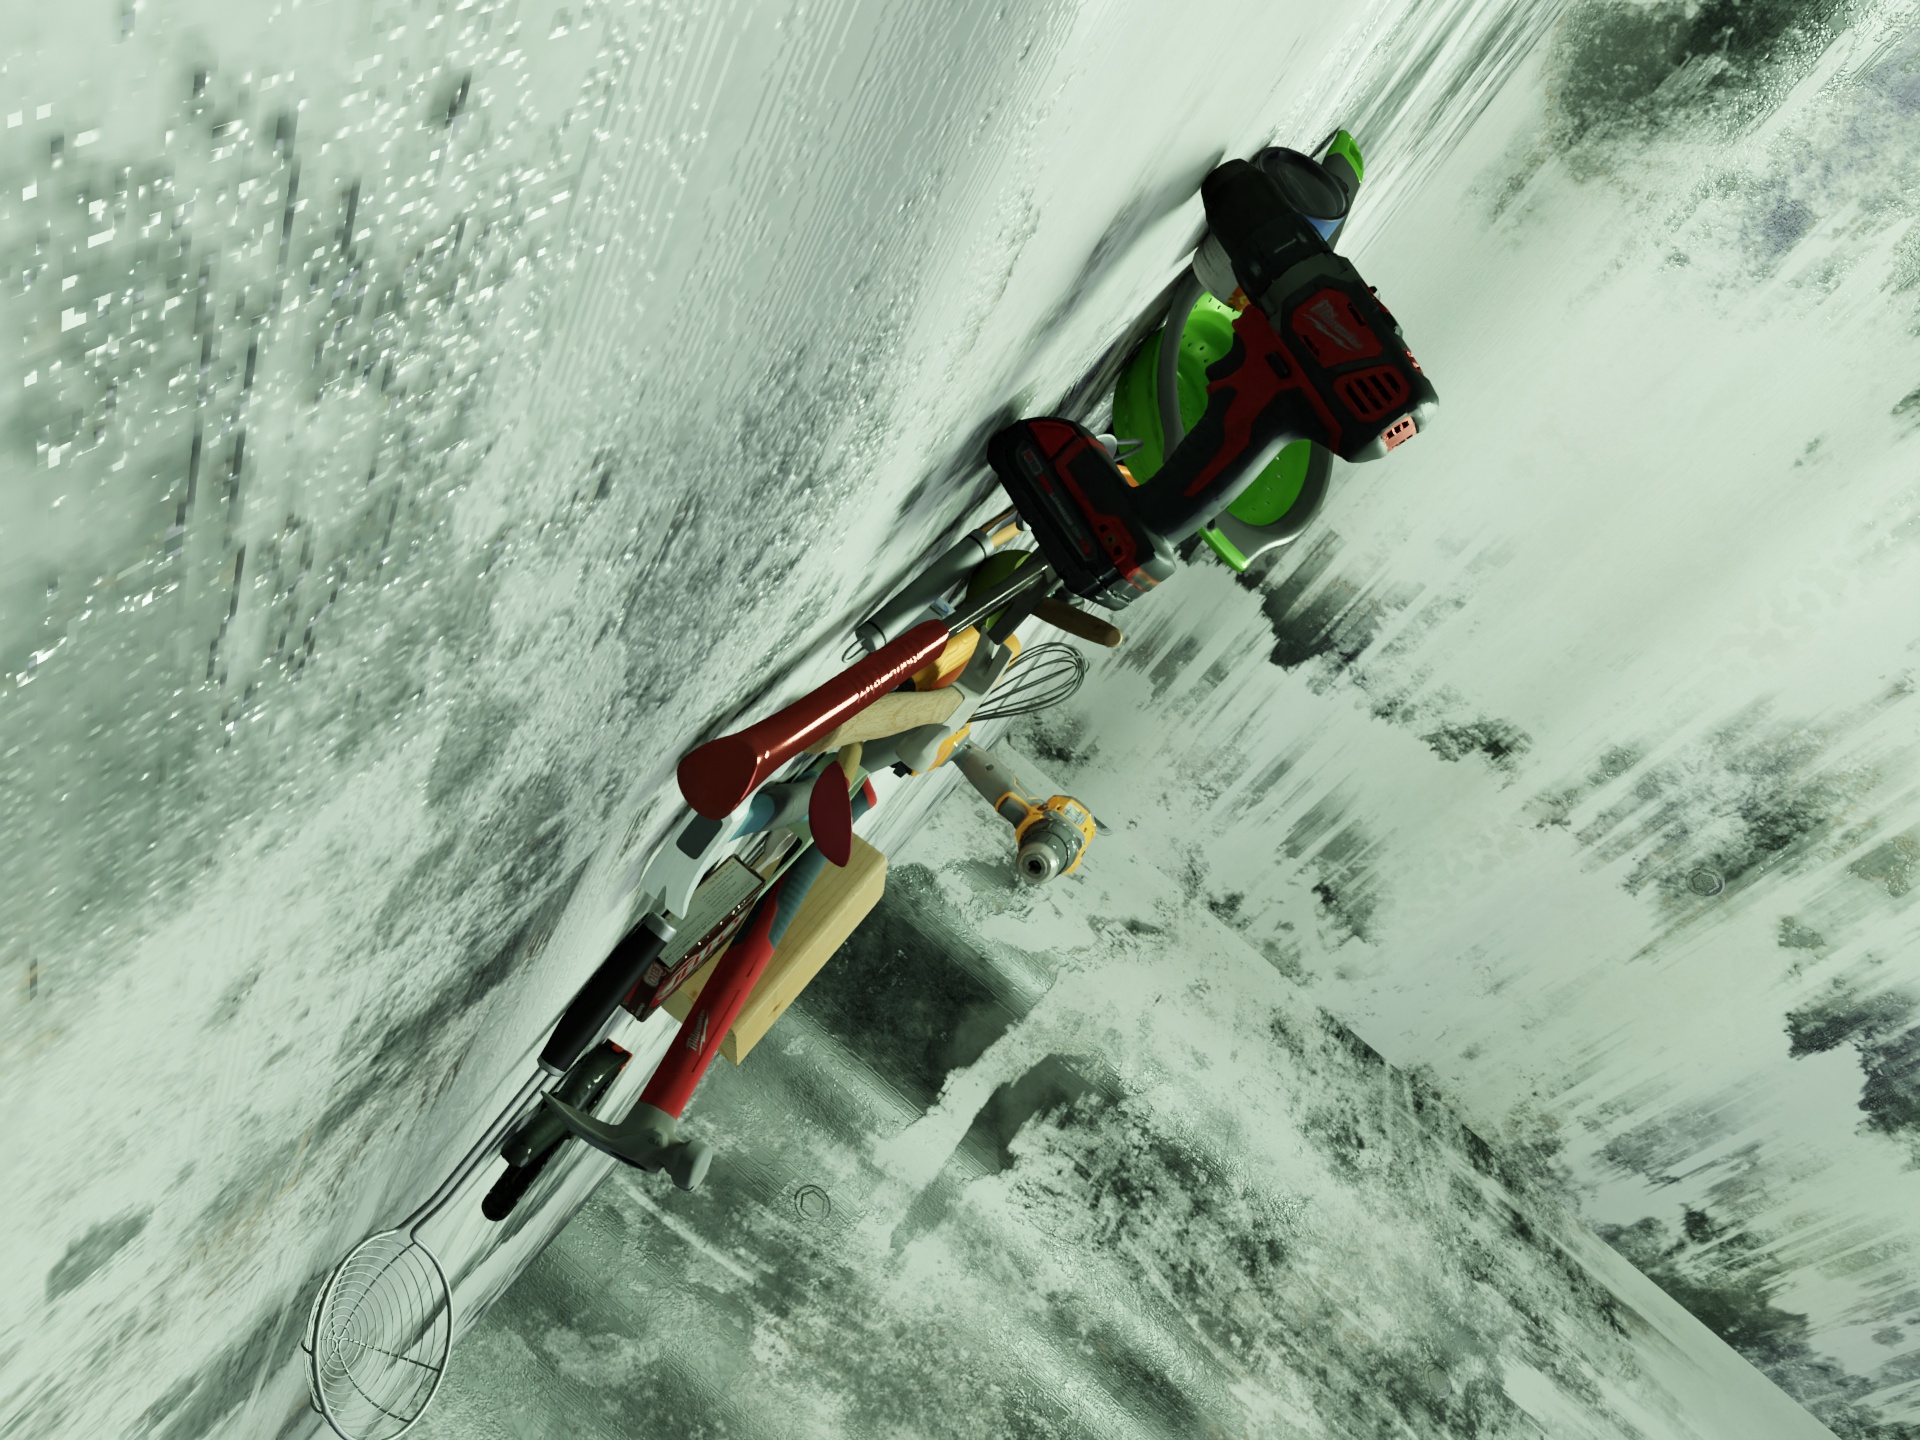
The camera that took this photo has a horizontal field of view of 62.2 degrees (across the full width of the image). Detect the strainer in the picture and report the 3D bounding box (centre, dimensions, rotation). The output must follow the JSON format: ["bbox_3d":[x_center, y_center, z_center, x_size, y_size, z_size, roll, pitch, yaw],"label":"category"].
[{"bbox_3d":[0.016,-0.119,1.008,0.258,0.050,0.086,-42,167,-22],"label":"strainer"}]

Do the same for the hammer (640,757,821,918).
[{"bbox_3d":[-0.132,0.060,1.062,0.128,0.033,0.331,-51,176,3],"label":"hammer"}]

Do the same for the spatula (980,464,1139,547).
[{"bbox_3d":[0.071,-0.160,1.227,0.081,0.041,0.322,-19,-170,28],"label":"spatula"}]

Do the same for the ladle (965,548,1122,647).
[{"bbox_3d":[0.065,-0.076,1.129,0.078,0.062,0.320,-59,-162,2],"label":"ladle"}]

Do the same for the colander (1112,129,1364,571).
[{"bbox_3d":[0.207,-0.287,1.179,0.094,0.204,0.397,-4,-128,45],"label":"colander"}]

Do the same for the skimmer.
[{"bbox_3d":[-0.289,0.291,1.034,0.363,0.090,0.127,-52,145,-8],"label":"skimmer"}]

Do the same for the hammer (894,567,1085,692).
[{"bbox_3d":[0.034,-0.094,1.343,0.337,0.034,0.127,-39,147,-51],"label":"hammer"}]

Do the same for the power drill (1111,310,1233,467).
[{"bbox_3d":[0.205,-0.280,1.404,0.220,0.078,0.143,-42,172,-45],"label":"power drill"}]

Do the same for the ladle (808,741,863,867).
[{"bbox_3d":[-0.084,0.039,1.148,0.315,0.031,0.069,-92,-177,-80],"label":"ladle"}]

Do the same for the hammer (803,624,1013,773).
[{"bbox_3d":[-0.040,-0.007,1.101,0.130,0.031,0.331,-50,170,12],"label":"hammer"}]

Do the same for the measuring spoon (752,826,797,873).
[{"bbox_3d":[-0.184,0.128,1.311,0.124,0.018,0.034,-42,167,-20],"label":"measuring spoon"}]

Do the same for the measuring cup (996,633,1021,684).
[{"bbox_3d":[0.021,-0.052,1.606,0.095,0.052,0.173,-50,174,-4],"label":"measuring cup"}]

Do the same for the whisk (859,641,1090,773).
[{"bbox_3d":[-0.002,-0.004,1.334,0.239,0.055,0.055,-25,179,6],"label":"whisk"}]

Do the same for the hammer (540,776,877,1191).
[{"bbox_3d":[-0.188,0.185,1.316,0.038,0.143,0.386,93,22,-58],"label":"hammer"}]

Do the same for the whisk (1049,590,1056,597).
[{"bbox_3d":[0.048,-0.113,1.475,0.051,0.047,0.245,-65,166,24],"label":"whisk"}]

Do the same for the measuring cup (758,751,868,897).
[{"bbox_3d":[-0.141,0.093,1.264,0.167,0.038,0.083,-48,176,-4],"label":"measuring cup"}]

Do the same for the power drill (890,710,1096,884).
[{"bbox_3d":[0.028,0.069,1.554,0.084,0.226,0.185,-51,176,16],"label":"power drill"}]

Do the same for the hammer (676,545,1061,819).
[{"bbox_3d":[-0.037,-0.033,0.932,0.359,0.037,0.149,-37,174,-47],"label":"hammer"}]

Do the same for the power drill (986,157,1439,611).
[{"bbox_3d":[0.129,-0.188,0.900,0.226,0.188,0.080,-34,166,16],"label":"power drill"}]
